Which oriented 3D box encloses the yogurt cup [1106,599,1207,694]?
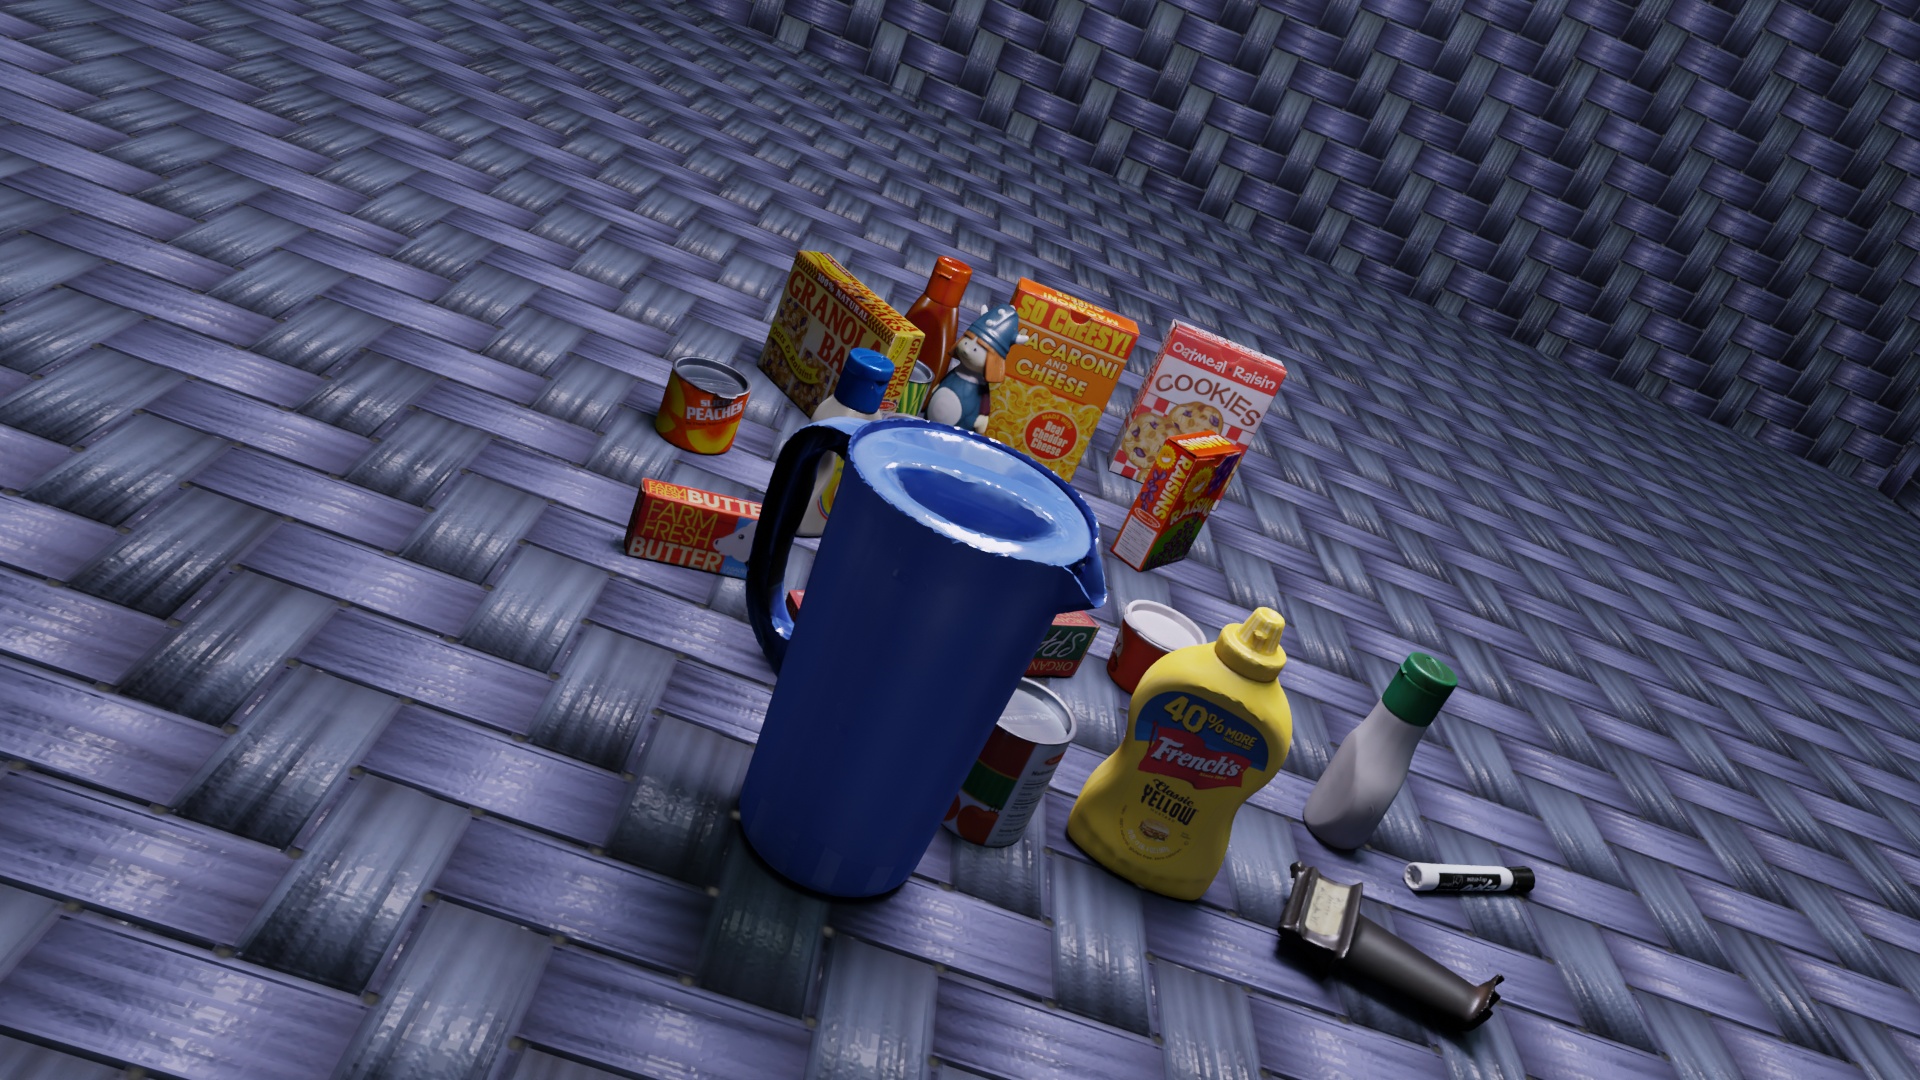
[{"bbox_3d":[0.148,0.086,1.065,0.072,0.053,0.073,19,26,-9],"label":"yogurt cup"}]

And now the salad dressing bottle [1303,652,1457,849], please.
[{"bbox_3d":[0.291,0.146,0.962,0.044,0.147,0.064,21,25,-5],"label":"salad dressing bottle"}]

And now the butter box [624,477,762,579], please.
[{"bbox_3d":[-0.178,-0.006,0.970,0.103,0.053,0.024,13,27,-21],"label":"butter box"}]

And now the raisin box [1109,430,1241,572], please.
[{"bbox_3d":[0.196,-0.036,1.261,0.040,0.122,0.086,38,29,28],"label":"raisin box"}]

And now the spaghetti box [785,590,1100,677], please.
[{"bbox_3d":[-0.013,0.067,0.970,0.250,0.050,0.029,5,31,-34],"label":"spaghetti box"}]

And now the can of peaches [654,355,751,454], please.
[{"bbox_3d":[-0.210,-0.109,1.135,0.071,0.057,0.071,19,26,-9],"label":"can of peaches"}]

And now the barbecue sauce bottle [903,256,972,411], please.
[{"bbox_3d":[-0.032,-0.204,1.364,0.065,0.147,0.044,28,25,10],"label":"barbecue sauce bottle"}]

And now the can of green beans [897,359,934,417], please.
[{"bbox_3d":[-0.065,-0.142,1.321,0.071,0.057,0.071,19,26,-9],"label":"can of green beans"}]

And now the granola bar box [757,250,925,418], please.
[{"bbox_3d":[-0.111,-0.171,1.262,0.039,0.123,0.166,-2,36,-43],"label":"granola bar box"}]

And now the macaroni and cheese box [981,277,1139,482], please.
[{"bbox_3d":[0.082,-0.152,1.339,0.124,0.165,0.040,20,25,-8],"label":"macaroni and cheese box"}]

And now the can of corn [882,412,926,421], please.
[{"bbox_3d":[-0.045,-0.067,1.193,0.071,0.058,0.071,19,26,-9],"label":"can of corn"}]

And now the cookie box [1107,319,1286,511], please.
[{"bbox_3d":[0.240,-0.127,1.422,0.123,0.166,0.040,20,25,-7],"label":"cookie box"}]

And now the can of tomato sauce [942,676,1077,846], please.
[{"bbox_3d":[0.023,0.131,0.839,0.071,0.082,0.071,19,26,-9],"label":"can of tomato sauce"}]

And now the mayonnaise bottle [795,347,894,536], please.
[{"bbox_3d":[-0.092,-0.074,1.063,0.041,0.147,0.065,39,29,29],"label":"mayonnaise bottle"}]
